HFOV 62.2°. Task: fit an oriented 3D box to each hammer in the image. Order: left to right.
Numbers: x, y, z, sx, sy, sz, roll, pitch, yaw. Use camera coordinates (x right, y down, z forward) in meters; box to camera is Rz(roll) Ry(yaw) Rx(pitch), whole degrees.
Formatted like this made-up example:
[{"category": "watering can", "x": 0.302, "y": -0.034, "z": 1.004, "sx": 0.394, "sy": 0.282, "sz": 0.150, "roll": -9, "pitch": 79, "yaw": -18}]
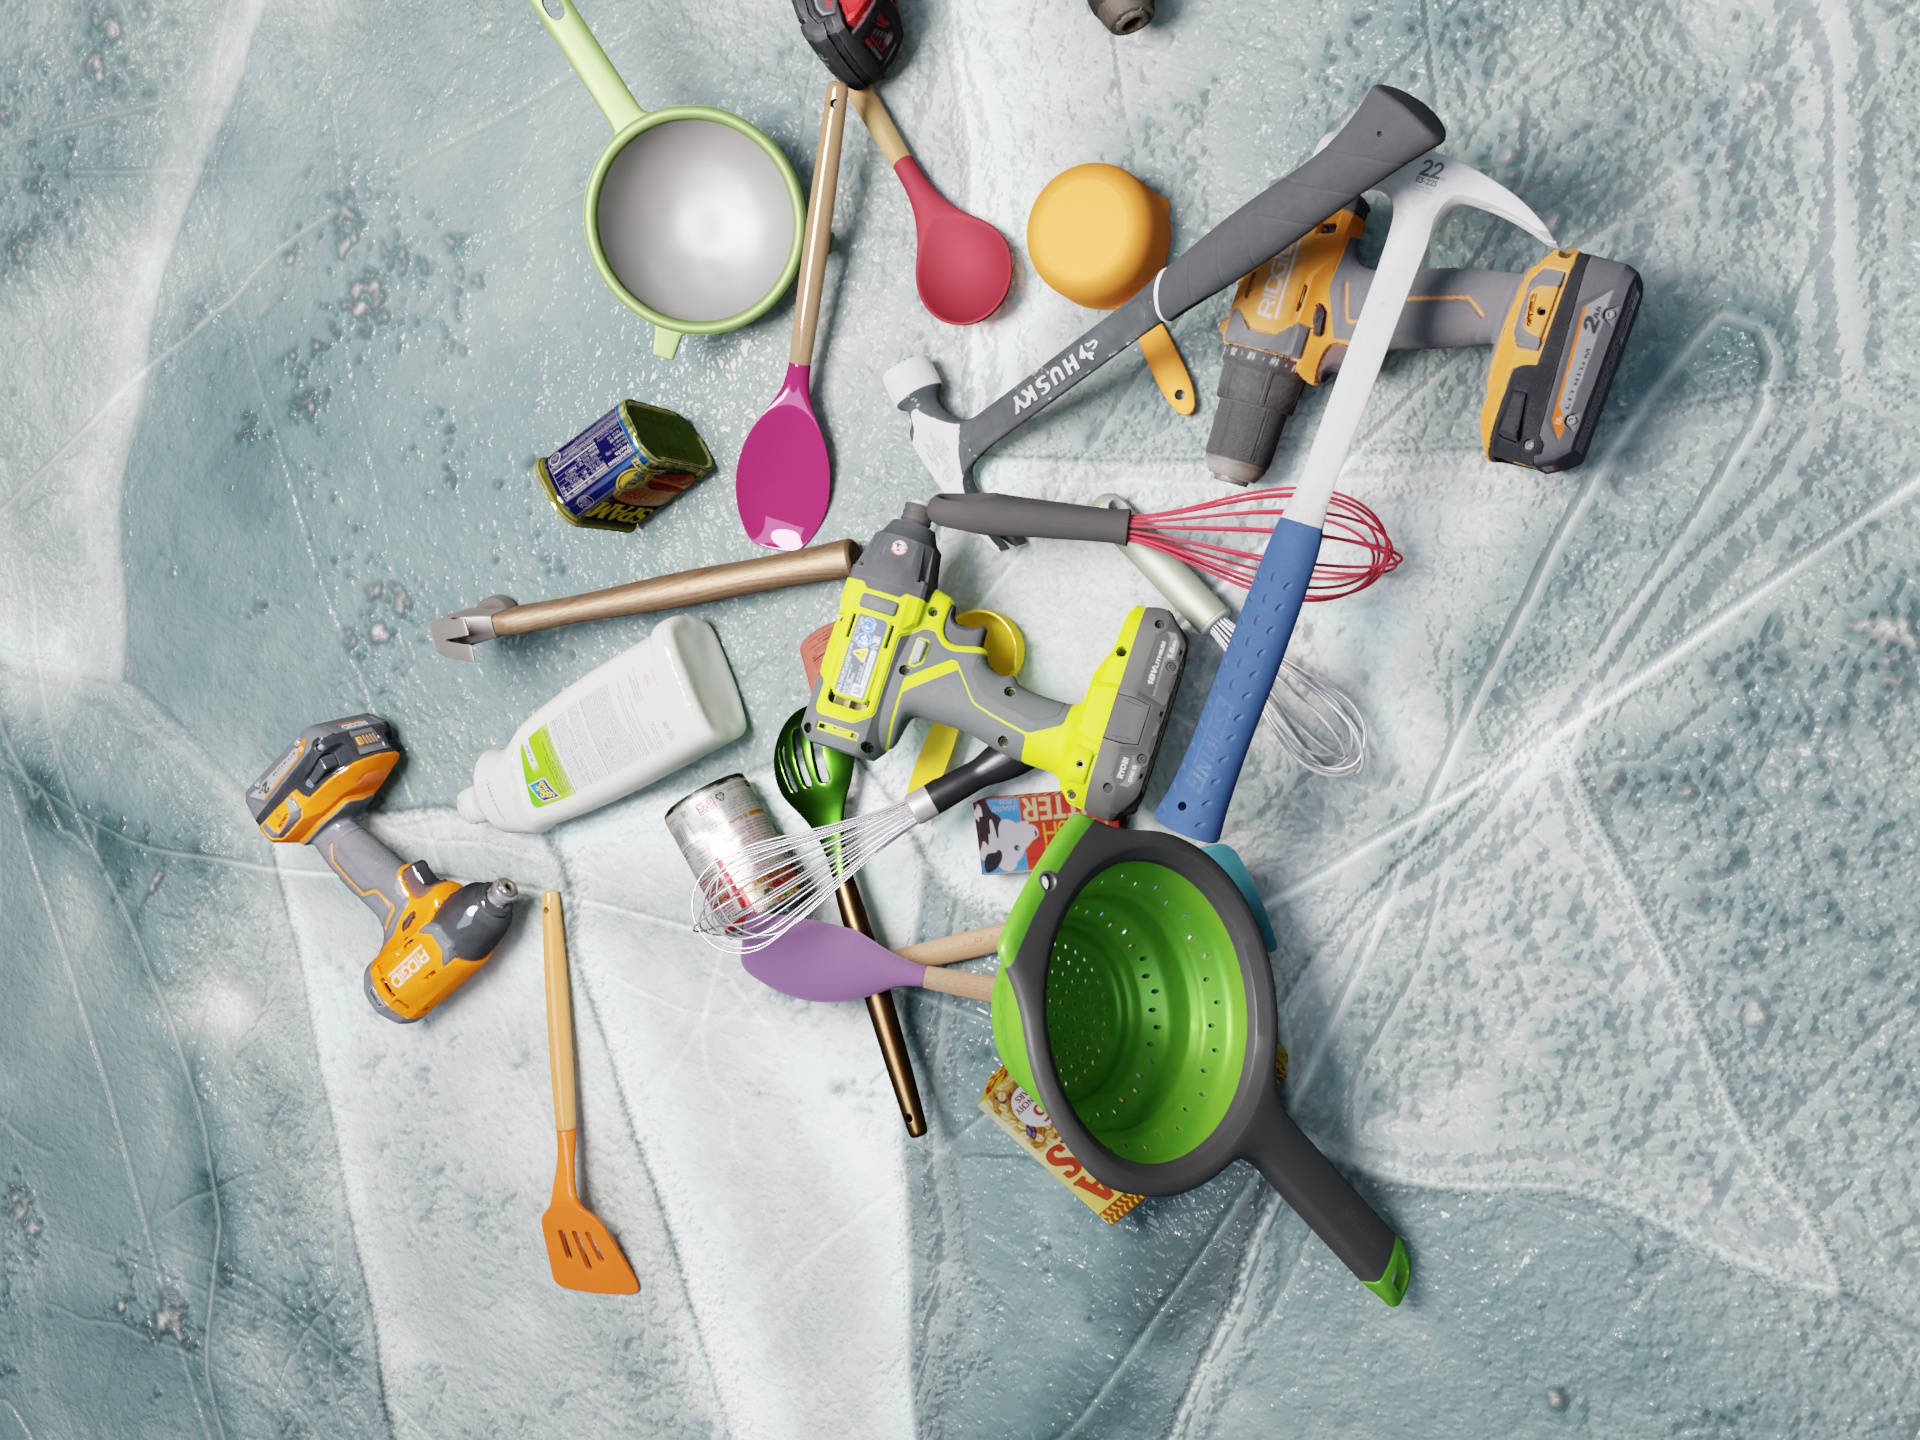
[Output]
[{"category": "hammer", "x": -0.231, "y": -0.089, "z": 1.151, "sx": 0.331, "sy": 0.130, "sz": 0.031, "roll": -9, "pitch": 104, "yaw": 15}, {"category": "hammer", "x": 0.111, "y": -0.239, "z": 0.951, "sx": 0.409, "sy": 0.036, "sz": 0.149, "roll": -28, "pitch": 87, "yaw": 45}, {"category": "hammer", "x": 0.204, "y": -0.121, "z": 0.907, "sx": 0.144, "sy": 0.035, "sz": 0.405, "roll": 24, "pitch": 101, "yaw": 29}]

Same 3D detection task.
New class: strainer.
[{"category": "strainer", "x": -0.211, "y": -0.390, "z": 1.098, "sx": 0.151, "sy": 0.069, "sz": 0.256, "roll": -32, "pitch": 105, "yaw": 5}]

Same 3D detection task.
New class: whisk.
[{"category": "whisk", "x": -0.054, "y": 0.072, "z": 1.068, "sx": 0.284, "sy": 0.070, "sz": 0.070, "roll": -29, "pitch": 82, "yaw": -1}, {"category": "whisk", "x": 0.123, "y": -0.118, "z": 0.987, "sx": 0.296, "sy": 0.073, "sz": 0.073, "roll": 7, "pitch": 97, "yaw": 10}, {"category": "whisk", "x": 0.168, "y": -0.057, "z": 1.013, "sx": 0.058, "sy": 0.059, "sz": 0.246, "roll": -34, "pitch": 72, "yaw": -23}]

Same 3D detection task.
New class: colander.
[{"category": "colander", "x": 0.136, "y": 0.228, "z": 0.961, "sx": 0.094, "sy": 0.205, "sz": 0.396, "roll": -15, "pitch": 123, "yaw": 49}]

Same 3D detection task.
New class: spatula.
[{"category": "spatula", "x": -0.306, "y": 0.295, "z": 1.250, "sx": 0.081, "sy": 0.041, "sz": 0.322, "roll": -5, "pitch": 88, "yaw": 23}, {"category": "spatula", "x": 0.001, "y": 0.181, "z": 1.082, "sx": 0.316, "sy": 0.018, "sz": 0.059, "roll": 8, "pitch": 103, "yaw": 10}, {"category": "spatula", "x": 0.055, "y": 0.144, "z": 1.074, "sx": 0.317, "sy": 0.044, "sz": 0.082, "roll": -17, "pitch": 110, "yaw": 25}]

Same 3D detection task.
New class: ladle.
[{"category": "ladle", "x": -0.053, "y": -0.401, "z": 1.087, "sx": 0.069, "sy": 0.031, "sz": 0.315, "roll": -32, "pitch": 80, "yaw": 15}]

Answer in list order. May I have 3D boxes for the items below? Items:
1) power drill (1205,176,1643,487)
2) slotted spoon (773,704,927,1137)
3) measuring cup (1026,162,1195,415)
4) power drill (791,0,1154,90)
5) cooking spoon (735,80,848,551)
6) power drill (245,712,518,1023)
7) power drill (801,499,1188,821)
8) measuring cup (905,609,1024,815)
[{"category": "power drill", "x": 0.260, "y": -0.209, "z": 0.943, "sx": 0.226, "sy": 0.084, "sz": 0.185, "roll": 22, "pitch": 102, "yaw": 25}, {"category": "slotted spoon", "x": -0.073, "y": 0.138, "z": 1.119, "sx": 0.070, "sy": 0.031, "sz": 0.314, "roll": -21, "pitch": 81, "yaw": 26}, {"category": "measuring cup", "x": 0.103, "y": -0.274, "z": 1.015, "sx": 0.095, "sy": 0.052, "sz": 0.174, "roll": -28, "pitch": 81, "yaw": 22}, {"category": "power drill", "x": 0.006, "y": -0.492, "z": 1.019, "sx": 0.226, "sy": 0.080, "sz": 0.188, "roll": -21, "pitch": 82, "yaw": 15}, {"category": "cooking spoon", "x": -0.107, "y": -0.273, "z": 1.099, "sx": 0.069, "sy": 0.017, "sz": 0.318, "roll": 12, "pitch": 109, "yaw": 4}, {"category": "power drill", "x": -0.449, "y": 0.108, "z": 1.261, "sx": 0.164, "sy": 0.084, "sz": 0.226, "roll": -39, "pitch": 83, "yaw": 25}, {"category": "power drill", "x": 0.026, "y": -0.037, "z": 1.023, "sx": 0.223, "sy": 0.080, "sz": 0.171, "roll": 17, "pitch": 86, "yaw": 9}, {"category": "measuring cup", "x": -0.002, "y": -0.004, "z": 1.096, "sx": 0.062, "sy": 0.029, "sz": 0.156, "roll": 28, "pitch": 107, "yaw": 18}]
